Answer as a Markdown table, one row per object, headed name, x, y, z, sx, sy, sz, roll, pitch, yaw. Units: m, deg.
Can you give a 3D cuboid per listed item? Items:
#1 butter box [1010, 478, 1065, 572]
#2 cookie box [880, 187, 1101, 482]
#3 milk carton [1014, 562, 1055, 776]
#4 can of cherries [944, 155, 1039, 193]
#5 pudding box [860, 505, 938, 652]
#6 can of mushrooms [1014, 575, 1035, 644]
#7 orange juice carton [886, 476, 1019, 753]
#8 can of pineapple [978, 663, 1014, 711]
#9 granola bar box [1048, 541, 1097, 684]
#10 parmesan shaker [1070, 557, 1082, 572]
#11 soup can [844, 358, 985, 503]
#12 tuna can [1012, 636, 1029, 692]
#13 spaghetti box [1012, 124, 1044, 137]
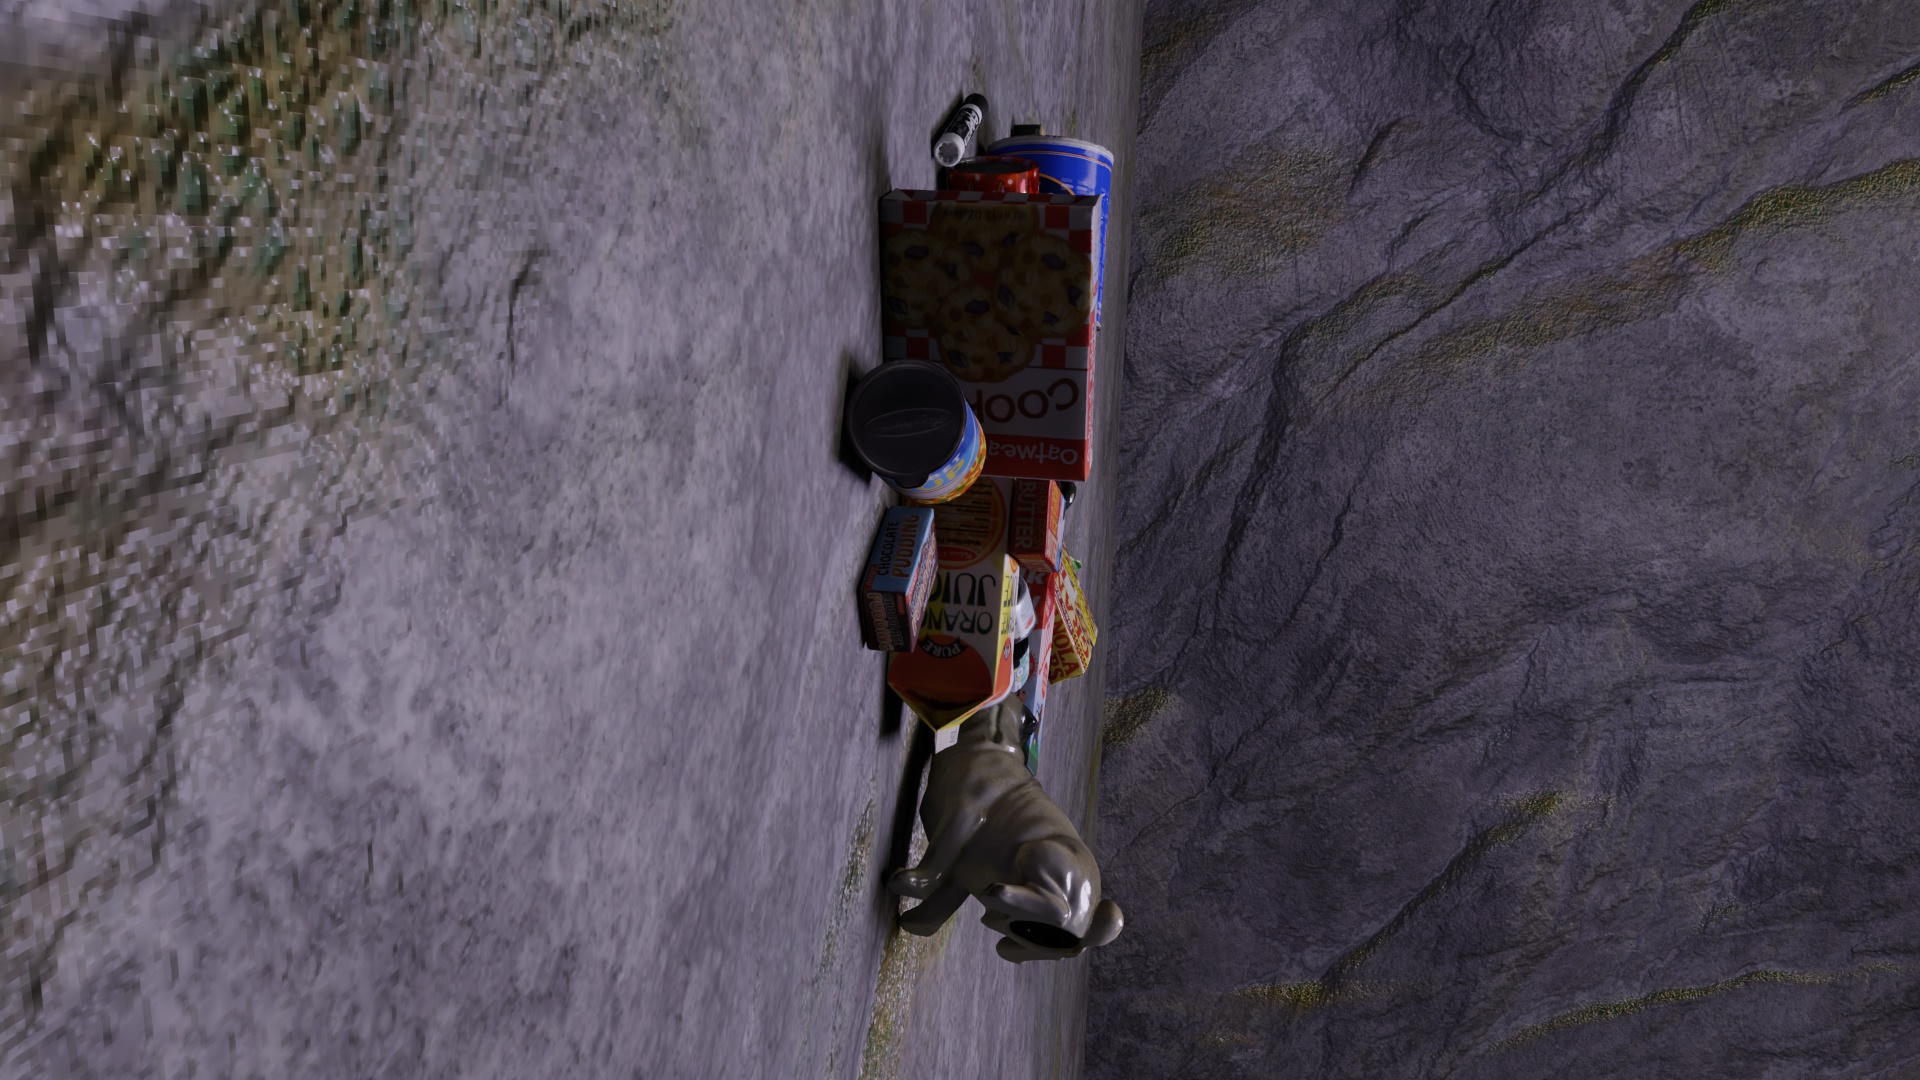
| name | x | y | z | sx | sy | sz | roll | pitch | yaw |
| --- | --- | --- | --- | --- | --- | --- | --- | --- | --- |
| butter box | 0.052 | -0.010 | 0.913 | 0.103 | 0.024 | 0.053 | 39 | 56 | -78 |
| cookie box | 0.018 | -0.120 | 0.824 | 0.040 | 0.123 | 0.166 | -65 | 157 | -63 |
| milk carton | 0.037 | 0.096 | 1.170 | 0.073 | 0.072 | 0.191 | 65 | 30 | -70 |
| can of cherries | 0.025 | -0.233 | 0.968 | 0.072 | 0.071 | 0.058 | -67 | 158 | -63 |
| pudding box | -0.036 | 0.022 | 0.839 | 0.084 | 0.030 | 0.049 | -74 | 164 | -51 |
| can of mushrooms | 0.021 | 0.054 | 1.083 | 0.071 | 0.071 | 0.033 | -73 | 153 | -53 |
| orange juice carton | -0.002 | 0.042 | 0.919 | 0.072 | 0.073 | 0.192 | 12 | 83 | -80 |
| can of pineapple | 0.004 | 0.079 | 0.998 | 0.071 | 0.071 | 0.057 | -74 | 165 | -50 |
| granola bar box | 0.083 | 0.039 | 1.337 | 0.124 | 0.039 | 0.165 | -54 | 124 | -71 |
| parmesan shaker | 0.087 | 0.069 | 1.451 | 0.071 | 0.071 | 0.103 | 77 | 19 | -59 |
| soup can | -0.023 | -0.056 | 0.776 | 0.083 | 0.071 | 0.071 | 46 | 49 | -77 |
| tuna can | 0.023 | 0.094 | 1.096 | 0.071 | 0.071 | 0.032 | -73 | 165 | -52 |
| spaghetti box | 0.051 | -0.249 | 1.238 | 0.050 | 0.029 | 0.250 | 62 | 33 | -72 |
